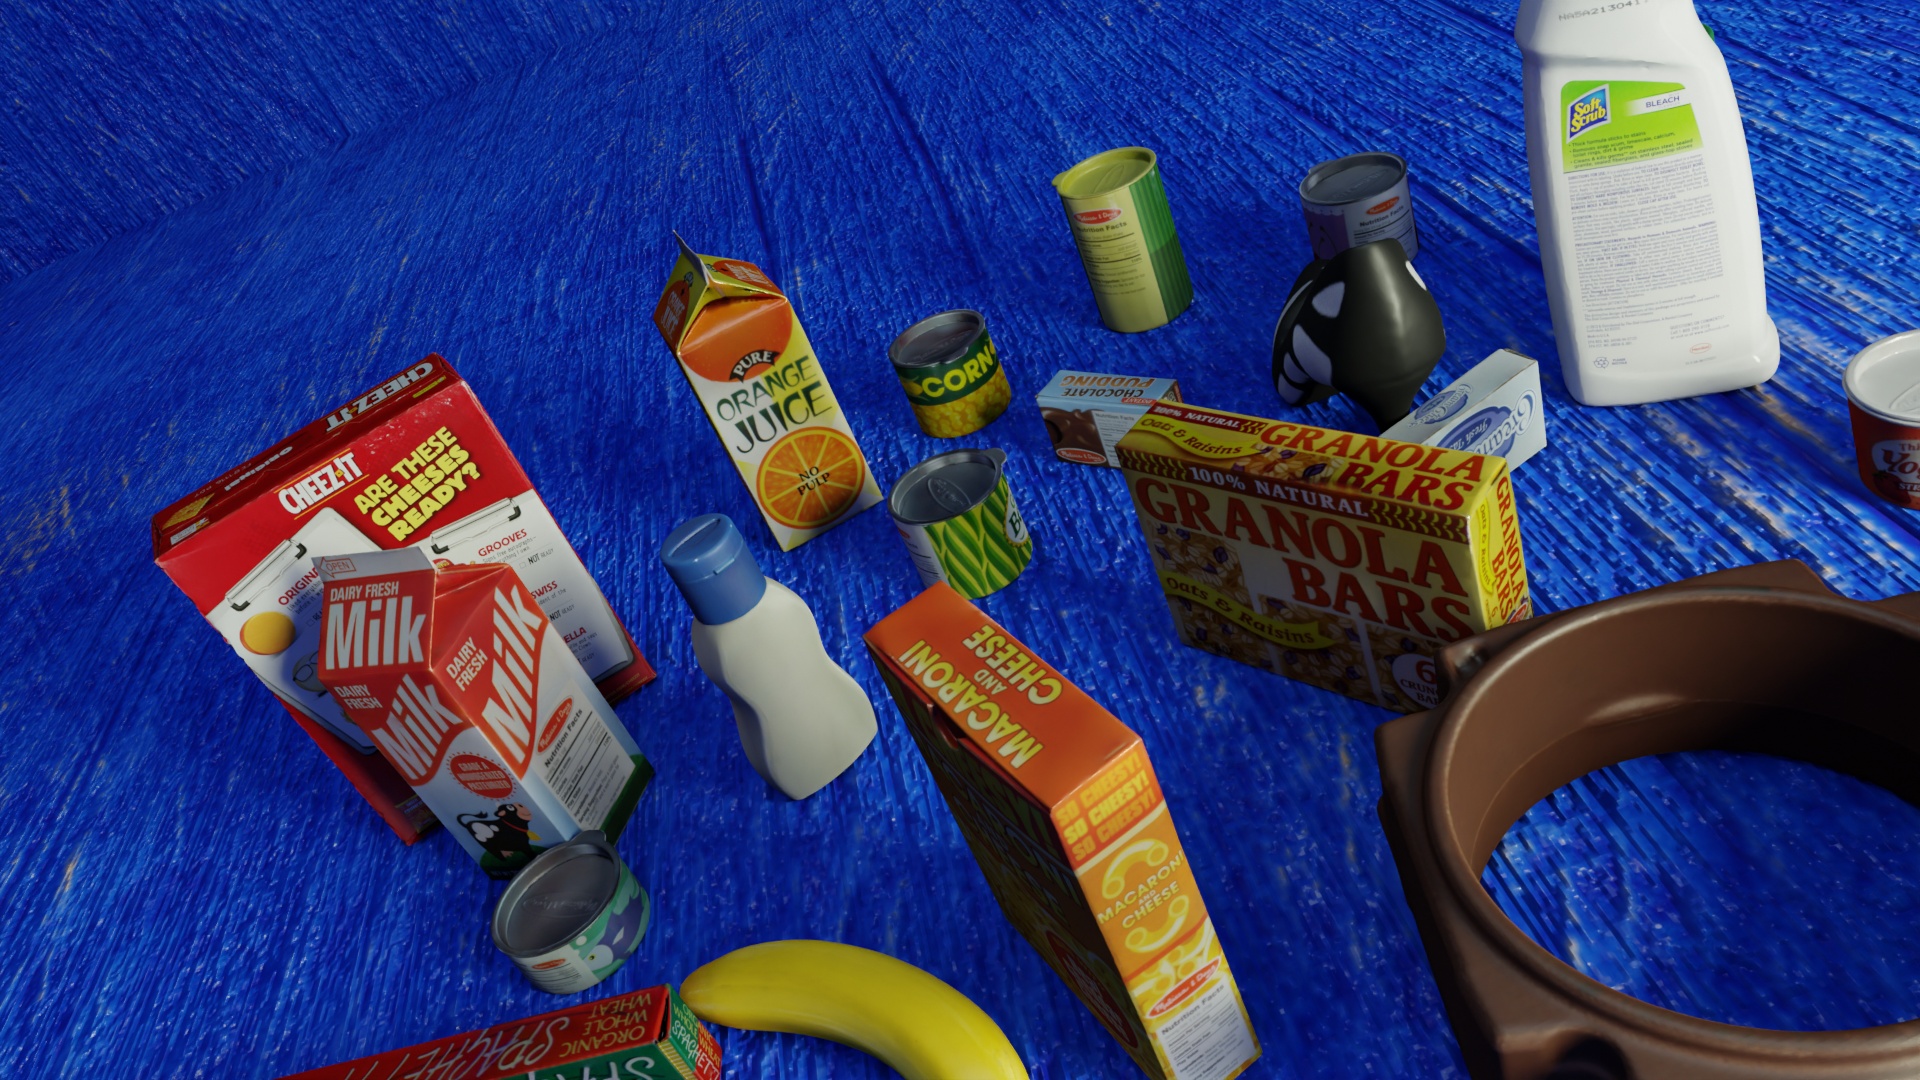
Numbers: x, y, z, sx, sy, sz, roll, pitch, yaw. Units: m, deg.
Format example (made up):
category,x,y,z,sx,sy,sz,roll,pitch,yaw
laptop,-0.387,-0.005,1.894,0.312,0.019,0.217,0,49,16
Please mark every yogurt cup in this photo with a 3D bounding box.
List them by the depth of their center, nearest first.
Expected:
category,x,y,z,sx,sy,sz,roll,pitch,yaw
yogurt cup,0.409,-0.049,0.581,0.072,0.053,0.073,-16,35,12

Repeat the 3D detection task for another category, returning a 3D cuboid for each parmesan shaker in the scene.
category,x,y,z,sx,sy,sz,roll,pitch,yaw
parmesan shaker,0.108,-0.198,0.918,0.071,0.102,0.072,-16,35,12

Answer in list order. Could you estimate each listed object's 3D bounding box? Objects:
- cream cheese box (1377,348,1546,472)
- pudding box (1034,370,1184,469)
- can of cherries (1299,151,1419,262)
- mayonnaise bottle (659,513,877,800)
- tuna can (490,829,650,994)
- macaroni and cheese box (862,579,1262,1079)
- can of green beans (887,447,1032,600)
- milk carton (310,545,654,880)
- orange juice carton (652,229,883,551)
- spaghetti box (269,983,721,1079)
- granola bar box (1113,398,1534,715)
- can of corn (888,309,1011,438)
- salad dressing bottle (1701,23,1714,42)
category,x,y,z,sx,sy,sz,roll,pitch,yaw
cream cheese box,0.239,-0.044,0.676,0.104,0.053,0.024,-34,35,-15
pudding box,0.089,-0.069,0.802,0.083,0.049,0.030,10,46,39
can of cherries,0.253,-0.206,0.883,0.071,0.058,0.072,-16,35,12
mayonnaise bottle,-0.093,0.054,0.657,0.065,0.147,0.041,-40,37,-22
tuna can,-0.180,0.173,0.650,0.071,0.032,0.071,-16,35,12
macaroni and cheese box,0.036,0.108,0.491,0.040,0.165,0.124,-34,35,-15
can of green beans,0.001,-0.009,0.766,0.071,0.057,0.071,-16,35,12
milk carton,-0.234,0.077,0.673,0.072,0.189,0.074,-6,38,24
orange juice carton,-0.123,-0.095,0.838,0.073,0.191,0.072,-29,34,-8
spaghetti box,-0.221,0.235,0.576,0.250,0.050,0.029,-17,35,11
granola bar box,0.155,0.009,0.591,0.165,0.123,0.039,16,51,44
can of corn,-0.005,-0.107,0.903,0.071,0.058,0.071,-16,35,12
salad dressing bottle,0.367,-0.187,0.710,0.044,0.147,0.064,-36,36,-17
